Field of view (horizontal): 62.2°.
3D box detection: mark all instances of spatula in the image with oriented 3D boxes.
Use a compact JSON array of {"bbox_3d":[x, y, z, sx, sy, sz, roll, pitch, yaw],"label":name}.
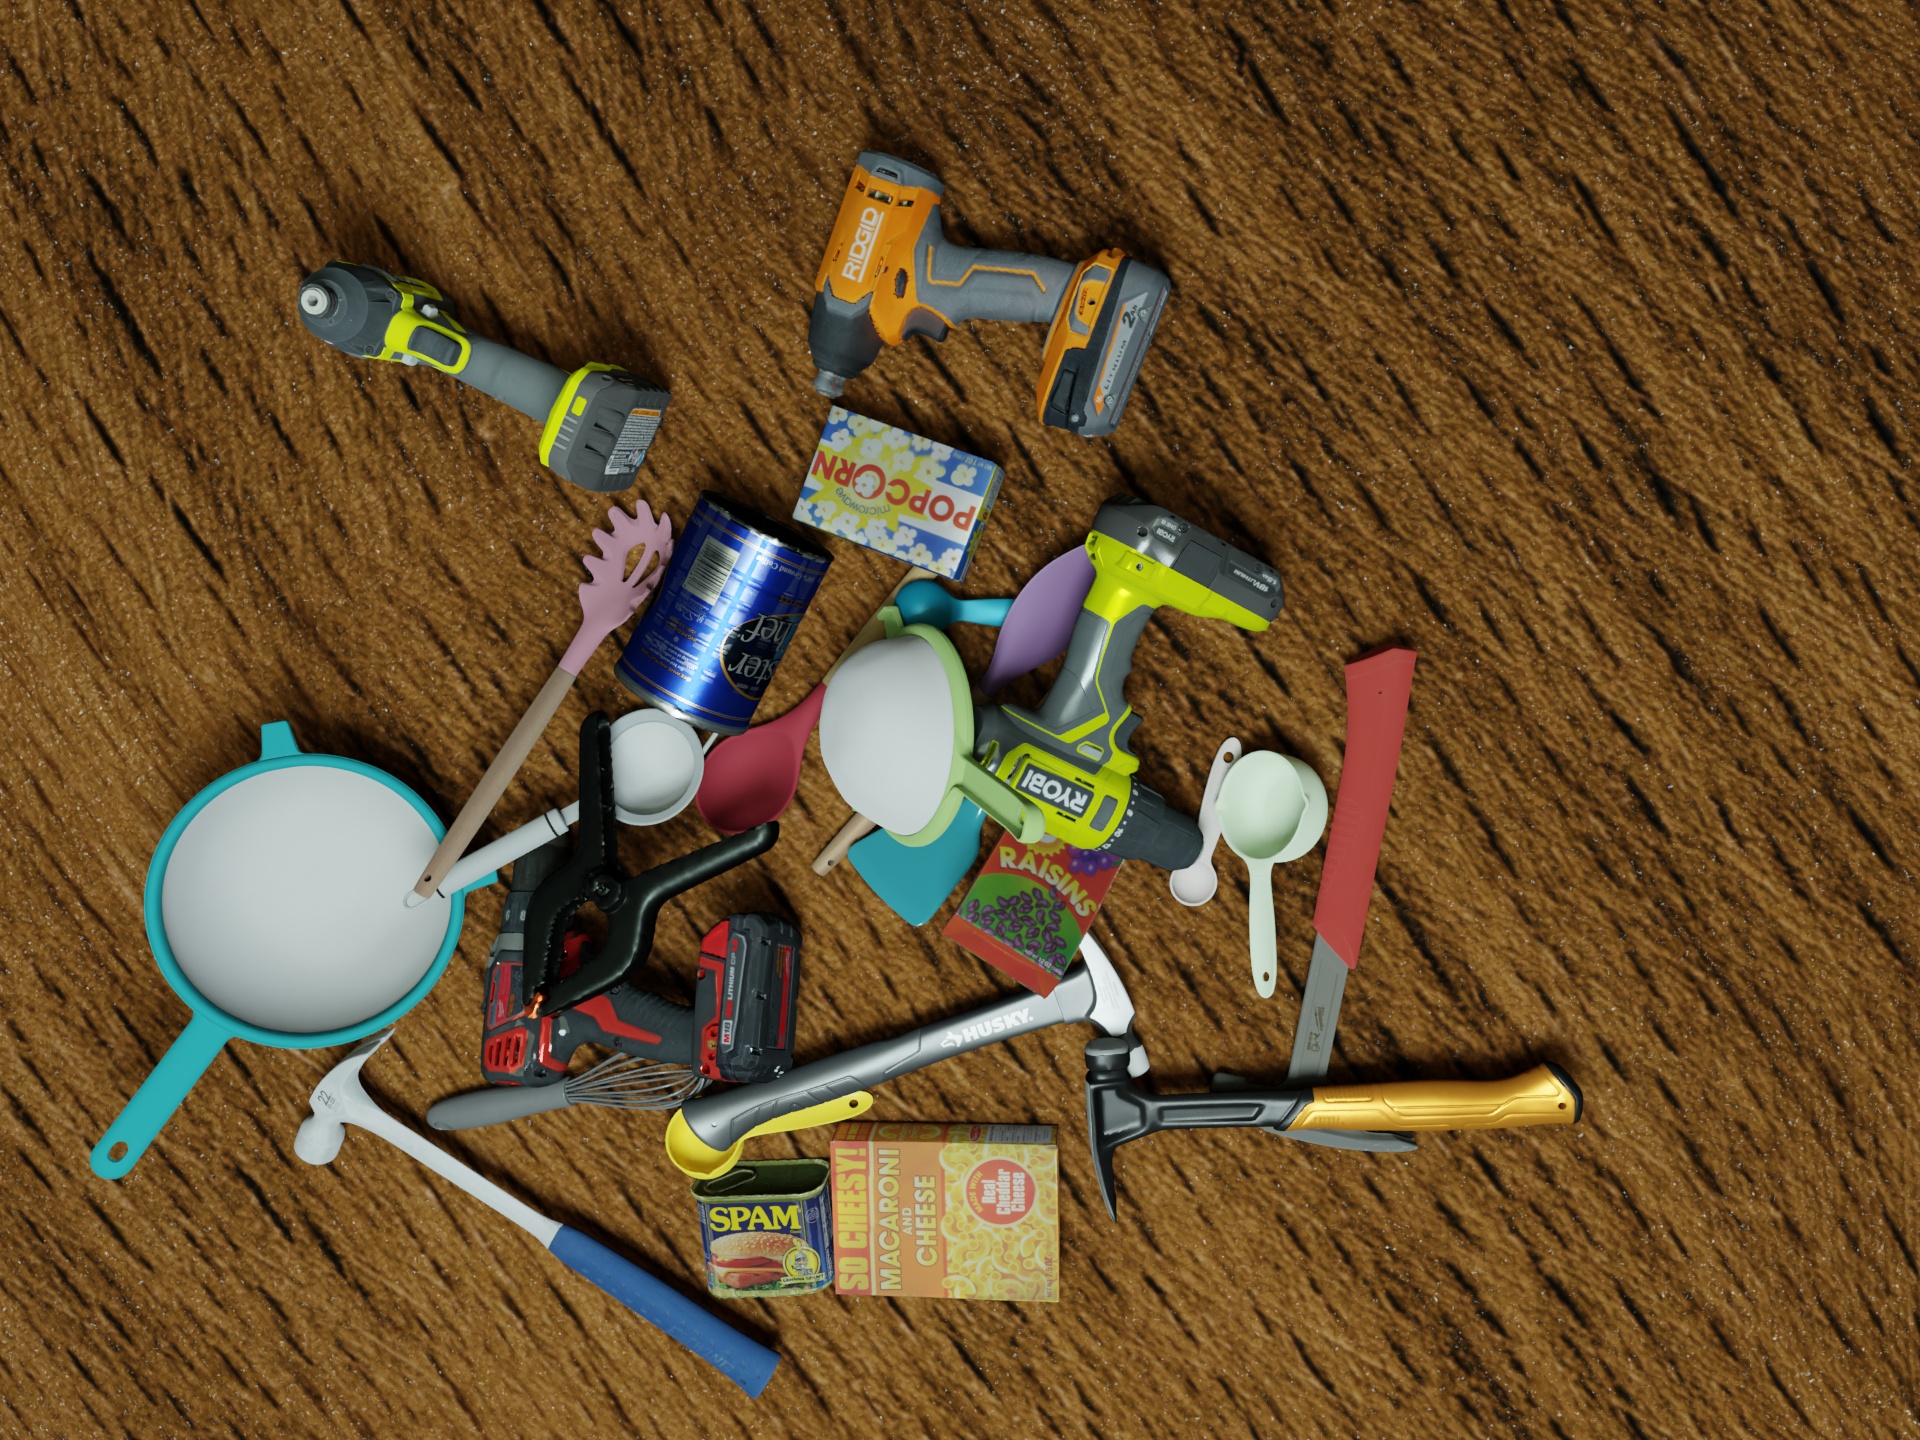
[{"bbox_3d":[-0.002,-0.004,1.133,0.059,0.018,0.316,35,105,-29],"label":"spatula"},{"bbox_3d":[0.049,0.005,1.122,0.082,0.044,0.317,43,99,27],"label":"spatula"}]

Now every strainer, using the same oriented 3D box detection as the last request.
[{"bbox_3d":[-0.283,0.068,1.143,0.258,0.050,0.087,-29,71,-7],"label":"strainer"},{"bbox_3d":[-0.032,0.025,1.016,0.069,0.257,0.151,2,106,-27],"label":"strainer"},{"bbox_3d":[-0.508,0.176,1.157,0.211,0.095,0.340,37,86,-15],"label":"strainer"}]

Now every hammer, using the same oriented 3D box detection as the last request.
[{"bbox_3d":[-0.312,0.379,1.196,0.405,0.035,0.144,32,119,2],"label":"hammer"},{"bbox_3d":[-0.042,0.236,1.154,0.335,0.035,0.146,-19,96,3],"label":"hammer"},{"bbox_3d":[0.257,0.278,1.108,0.337,0.034,0.127,-4,98,6],"label":"hammer"},{"bbox_3d":[0.279,0.125,1.117,0.149,0.037,0.359,10,99,5],"label":"hammer"}]

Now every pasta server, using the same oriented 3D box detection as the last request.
[{"bbox_3d":[-0.296,-0.014,1.122,0.060,0.040,0.316,30,83,13],"label":"pasta server"}]

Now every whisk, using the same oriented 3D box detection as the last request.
[{"bbox_3d":[-0.297,0.279,1.199,0.239,0.055,0.055,-13,97,12],"label":"whisk"}]

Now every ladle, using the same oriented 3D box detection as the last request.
[{"bbox_3d":[-0.078,-0.045,1.138,0.069,0.031,0.315,41,98,3],"label":"ladle"}]

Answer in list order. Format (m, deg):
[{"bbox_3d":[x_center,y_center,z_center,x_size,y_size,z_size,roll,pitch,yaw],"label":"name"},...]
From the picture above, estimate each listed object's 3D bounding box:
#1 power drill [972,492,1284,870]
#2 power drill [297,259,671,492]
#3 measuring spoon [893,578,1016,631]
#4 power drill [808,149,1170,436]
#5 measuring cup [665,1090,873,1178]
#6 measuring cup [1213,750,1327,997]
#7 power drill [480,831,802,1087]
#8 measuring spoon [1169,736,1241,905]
[{"bbox_3d":[0.120,-0.018,1.073,0.190,0.080,0.228,25,97,-18],"label":"power drill"},{"bbox_3d":[-0.321,-0.236,1.067,0.223,0.171,0.080,26,100,-1],"label":"power drill"},{"bbox_3d":[0.017,-0.075,1.114,0.128,0.021,0.042,2,102,-4],"label":"measuring spoon"},{"bbox_3d":[0.009,-0.268,1.071,0.226,0.084,0.164,23,101,7],"label":"power drill"},{"bbox_3d":[-0.142,0.305,1.194,0.156,0.029,0.062,-11,60,-5],"label":"measuring cup"},{"bbox_3d":[0.217,0.105,1.091,0.083,0.038,0.168,-8,79,50],"label":"measuring cup"},{"bbox_3d":[-0.233,0.171,1.141,0.227,0.080,0.188,0,77,14],"label":"power drill"},{"bbox_3d":[0.177,0.071,1.135,0.034,0.018,0.124,15,93,-8],"label":"measuring spoon"}]
